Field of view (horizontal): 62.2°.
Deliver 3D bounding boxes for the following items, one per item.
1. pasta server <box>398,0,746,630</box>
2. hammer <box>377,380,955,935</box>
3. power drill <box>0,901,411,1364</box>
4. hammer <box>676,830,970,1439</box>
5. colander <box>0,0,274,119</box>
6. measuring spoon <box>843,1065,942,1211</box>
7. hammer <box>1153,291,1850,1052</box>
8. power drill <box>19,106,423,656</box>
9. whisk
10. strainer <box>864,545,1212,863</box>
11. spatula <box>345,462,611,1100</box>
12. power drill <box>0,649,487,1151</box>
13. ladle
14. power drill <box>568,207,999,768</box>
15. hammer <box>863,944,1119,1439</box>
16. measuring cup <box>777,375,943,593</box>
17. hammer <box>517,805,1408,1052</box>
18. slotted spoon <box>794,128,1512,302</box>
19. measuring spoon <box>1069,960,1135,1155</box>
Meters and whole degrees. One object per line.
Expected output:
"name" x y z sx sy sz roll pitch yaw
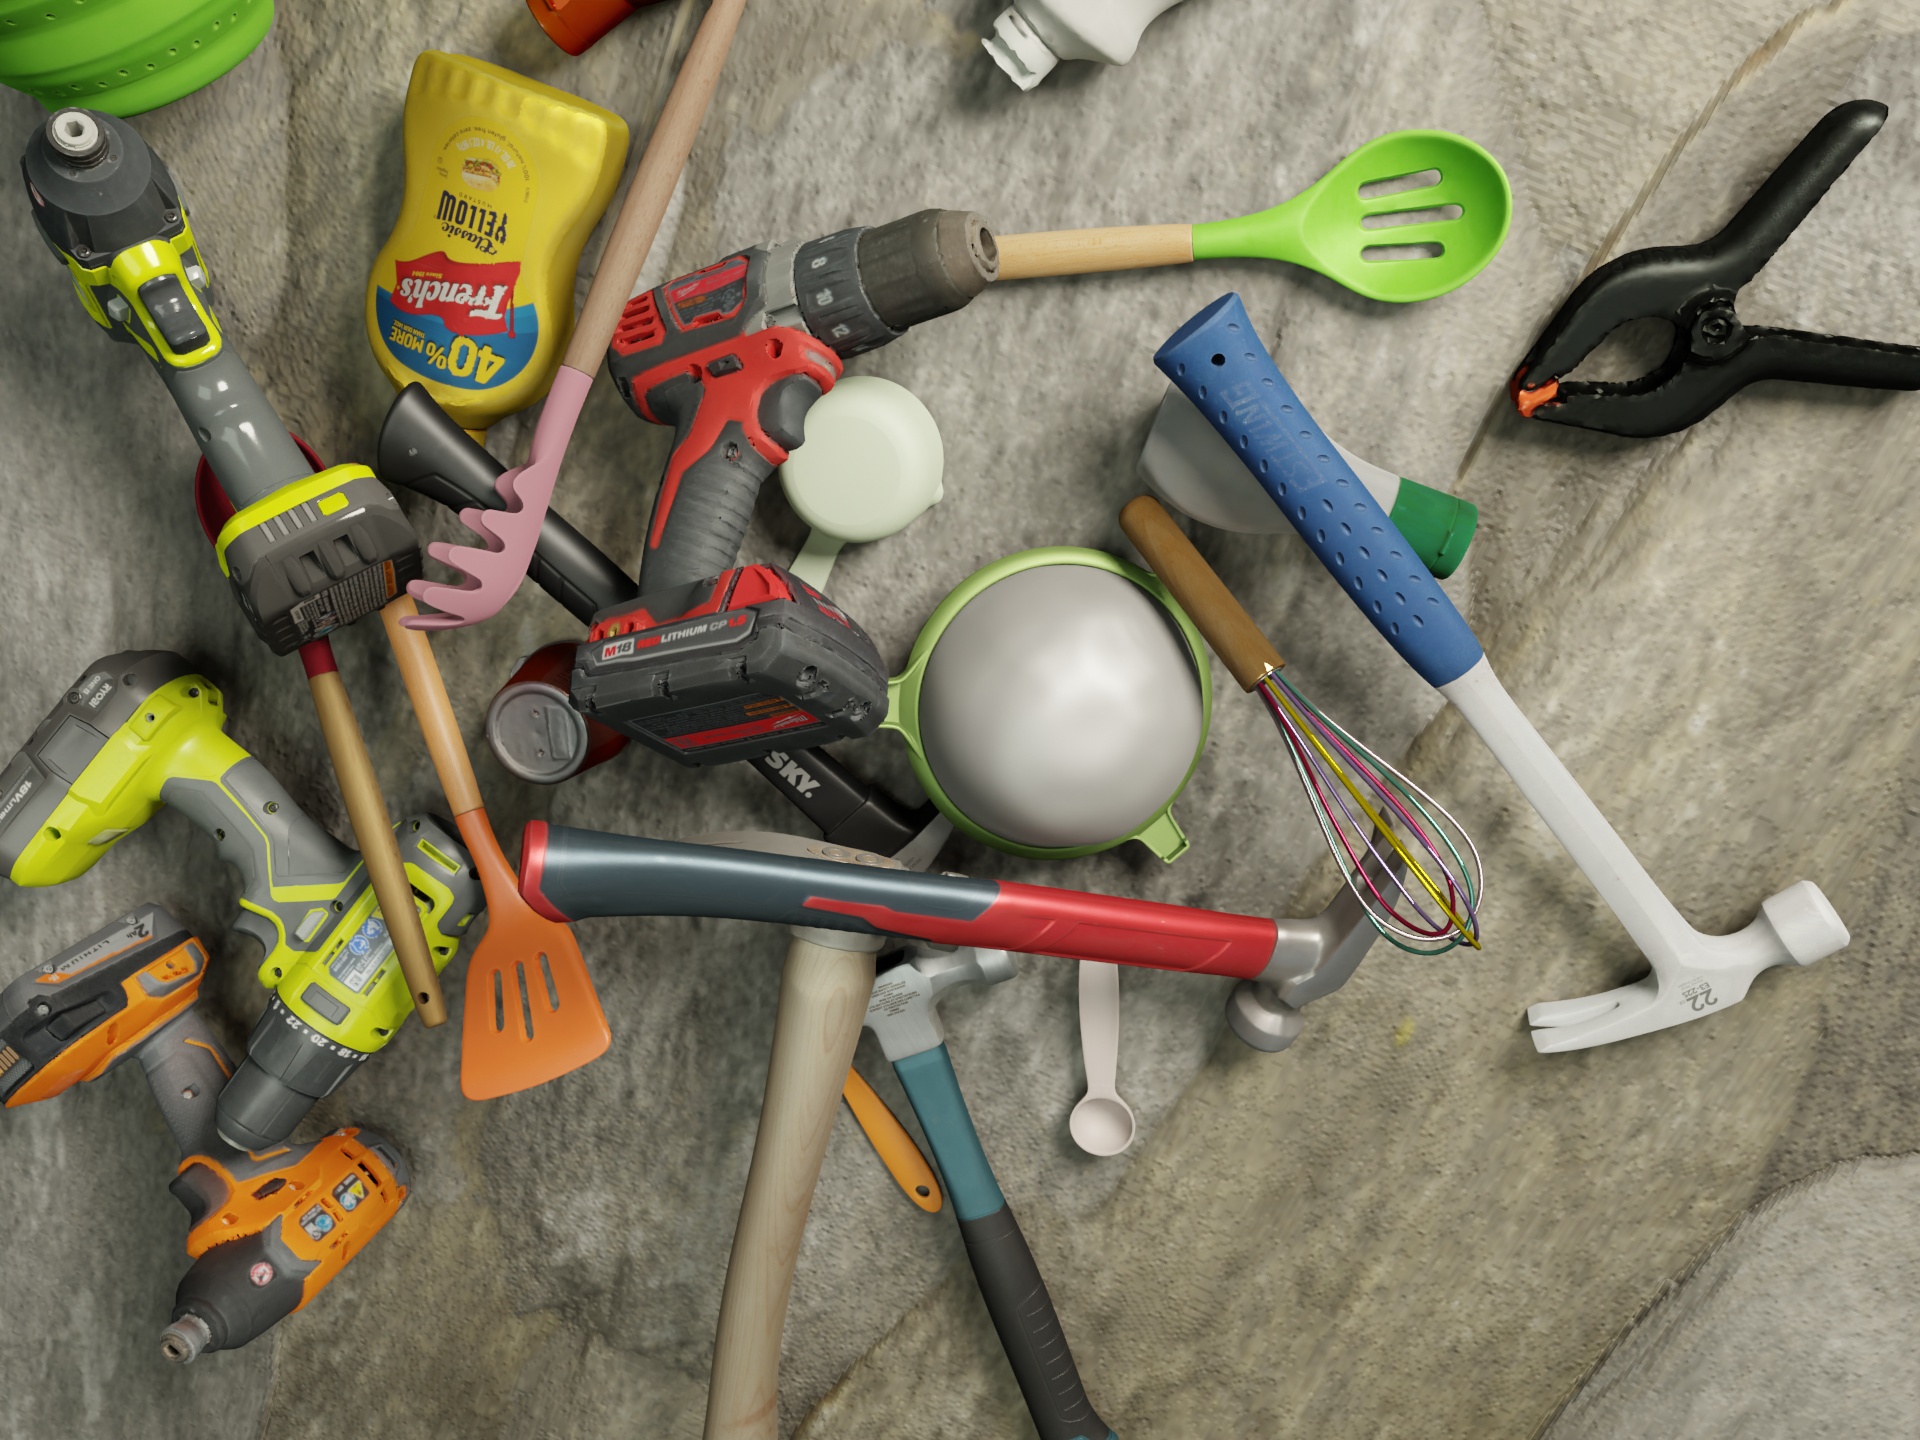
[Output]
"pasta server" -0.164 -0.180 0.693 0.040 0.060 0.316 23 87 -27
"hammer" -0.136 -0.035 0.760 0.334 0.035 0.146 43 109 -16
"power drill" -0.421 0.225 0.854 0.084 0.164 0.226 -38 95 23
"hammer" -0.105 0.254 0.816 0.146 0.038 0.410 12 106 0
"colander" -0.293 -0.355 0.686 0.397 0.205 0.094 -20 138 0
"measuring spoon" -0.044 0.222 0.864 0.021 0.011 0.117 -30 99 17
"hammer" 0.220 -0.011 0.699 0.144 0.035 0.405 -35 106 23
"power drill" -0.333 -0.150 0.708 0.080 0.171 0.223 -32 93 -19
"whisk" 0.146 0.000 0.693 0.245 0.047 0.051 55 131 15
"strainer" -0.001 -0.002 0.715 0.256 0.069 0.151 1 102 -11
"spatula" -0.255 0.023 0.788 0.081 0.041 0.322 -21 88 8
"power drill" -0.380 0.090 0.824 0.228 0.080 0.190 37 85 -1
"ladle" -0.309 0.002 0.793 0.069 0.031 0.315 -20 85 1
"power drill" -0.072 -0.107 0.669 0.188 0.080 0.227 -11 65 27
"hammer" 0.017 0.273 0.854 0.128 0.033 0.331 -18 104 7
"measuring cup" -0.069 -0.083 0.759 0.083 0.038 0.167 29 111 0
"hammer" 0.006 0.074 0.699 0.386 0.038 0.143 9 129 -18
"slotted spoon" 0.076 -0.211 0.701 0.314 0.031 0.070 -1 107 13
"measuring spoon" 0.073 0.165 0.827 0.034 0.018 0.124 0 100 11
